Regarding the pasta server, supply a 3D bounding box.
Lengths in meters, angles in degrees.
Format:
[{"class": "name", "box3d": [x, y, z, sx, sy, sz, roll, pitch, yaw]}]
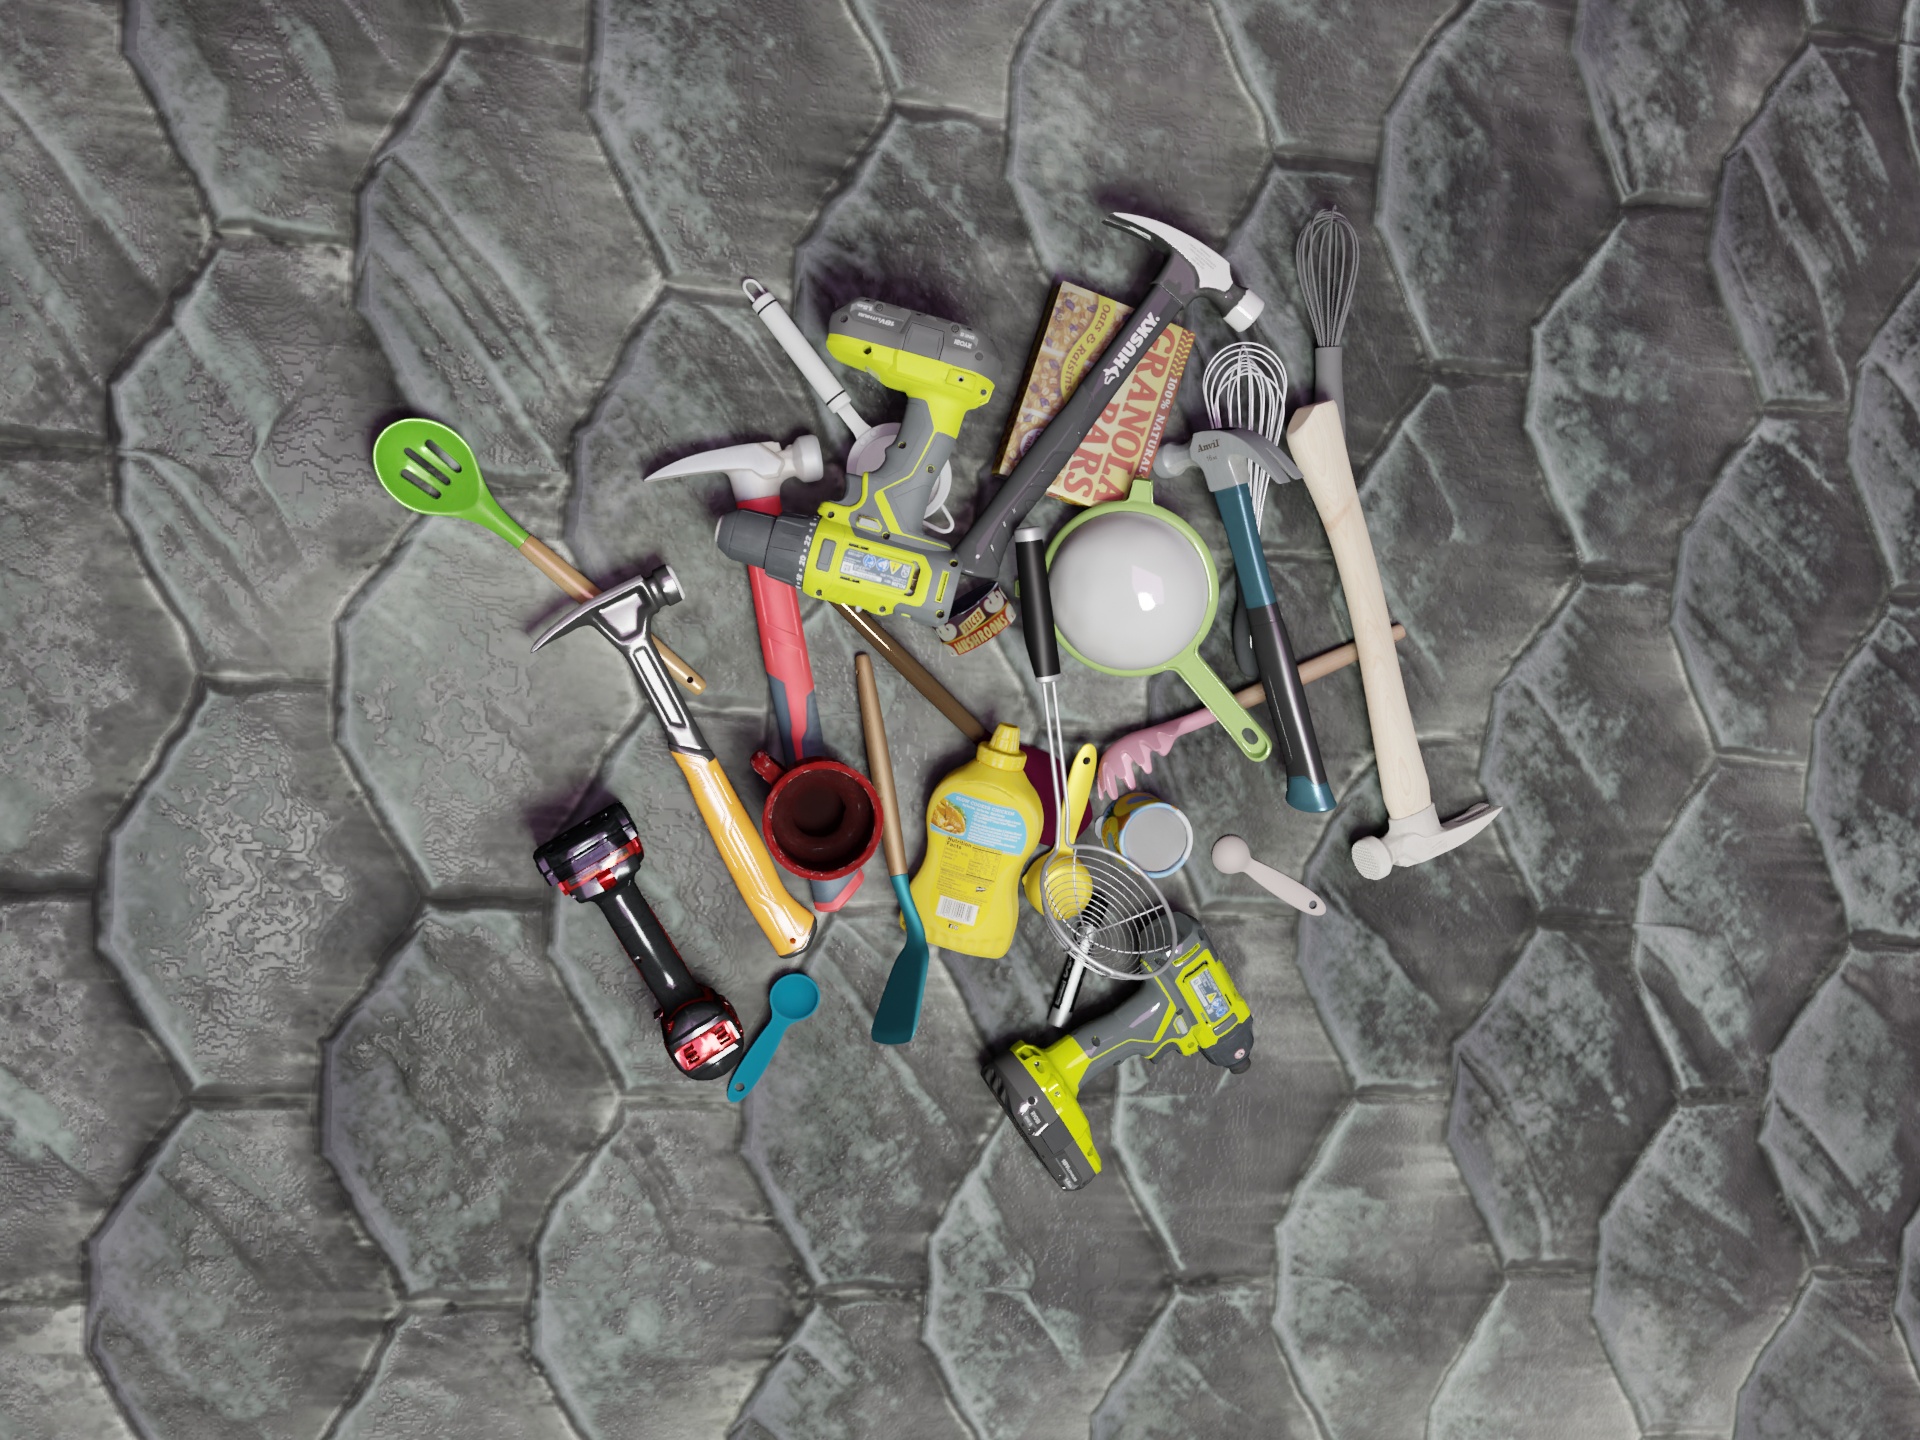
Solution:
[{"class": "pasta server", "box3d": [0.253, -0.013, 1.381, 0.316, 0.060, 0.040, -23, 70, -11]}]

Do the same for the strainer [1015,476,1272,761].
[{"class": "strainer", "box3d": [0.166, -0.060, 1.300, 0.151, 0.069, 0.256, -39, 93, 23]}]

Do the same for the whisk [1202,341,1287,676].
[{"class": "whisk", "box3d": [0.243, -0.177, 1.357, 0.070, 0.070, 0.284, -5, 102, -11]}]

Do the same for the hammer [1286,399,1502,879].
[{"class": "hammer", "box3d": [0.364, -0.076, 1.376, 0.146, 0.038, 0.410, -21, 102, -20]}]

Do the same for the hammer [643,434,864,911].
[{"class": "hammer", "box3d": [-0.154, -0.030, 1.297, 0.143, 0.038, 0.386, -11, 98, -9]}]

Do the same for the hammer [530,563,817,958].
[{"class": "hammer", "box3d": [-0.213, 0.050, 1.283, 0.127, 0.034, 0.336, -28, 104, -7]}]

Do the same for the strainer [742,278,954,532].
[{"class": "strainer", "box3d": [-0.093, -0.251, 1.287, 0.087, 0.050, 0.258, -39, 96, -19]}]

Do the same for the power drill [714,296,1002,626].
[{"class": "power drill", "box3d": [-0.074, -0.201, 1.233, 0.190, 0.080, 0.228, 16, 91, -1]}]

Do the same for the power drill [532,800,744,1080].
[{"class": "power drill", "box3d": [-0.245, 0.176, 1.254, 0.078, 0.143, 0.219, -31, 94, -11]}]

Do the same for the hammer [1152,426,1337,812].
[{"class": "hammer", "box3d": [0.253, -0.082, 1.322, 0.033, 0.128, 0.331, -21, 97, -40]}]

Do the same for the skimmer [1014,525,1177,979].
[{"class": "skimmer", "box3d": [0.100, 0.025, 1.263, 0.127, 0.090, 0.363, -16, 101, -44]}]

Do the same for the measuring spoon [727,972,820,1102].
[{"class": "measuring spoon", "box3d": [-0.162, 0.265, 1.340, 0.042, 0.021, 0.128, 30, 98, -13]}]

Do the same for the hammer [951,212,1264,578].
[{"class": "hammer", "box3d": [0.093, -0.253, 1.285, 0.146, 0.035, 0.335, 37, 88, -12]}]

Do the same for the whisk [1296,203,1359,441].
[{"class": "whisk", "box3d": [0.316, -0.317, 1.360, 0.055, 0.055, 0.239, -5, 100, -11]}]

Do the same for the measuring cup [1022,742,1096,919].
[{"class": "measuring cup", "box3d": [0.096, 0.097, 1.351, 0.062, 0.029, 0.156, 8, 105, -16]}]

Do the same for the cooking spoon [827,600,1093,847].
[{"class": "cooking spoon", "box3d": [-0.002, -0.004, 1.323, 0.069, 0.017, 0.318, -47, 110, -3]}]

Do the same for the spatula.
[{"class": "spatula", "box3d": [-0.064, 0.102, 1.301, 0.044, 0.082, 0.317, -7, 83, -27]}]

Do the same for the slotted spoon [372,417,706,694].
[{"class": "slotted spoon", "box3d": [-0.326, -0.123, 1.259, 0.313, 0.031, 0.070, 40, 87, -14]}]

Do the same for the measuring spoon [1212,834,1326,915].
[{"class": "measuring spoon", "box3d": [0.278, 0.142, 1.411, 0.124, 0.018, 0.034, 31, 89, -13]}]

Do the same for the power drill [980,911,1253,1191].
[{"class": "power drill", "box3d": [0.145, 0.291, 1.364, 0.223, 0.080, 0.171, -35, 118, -9]}]
